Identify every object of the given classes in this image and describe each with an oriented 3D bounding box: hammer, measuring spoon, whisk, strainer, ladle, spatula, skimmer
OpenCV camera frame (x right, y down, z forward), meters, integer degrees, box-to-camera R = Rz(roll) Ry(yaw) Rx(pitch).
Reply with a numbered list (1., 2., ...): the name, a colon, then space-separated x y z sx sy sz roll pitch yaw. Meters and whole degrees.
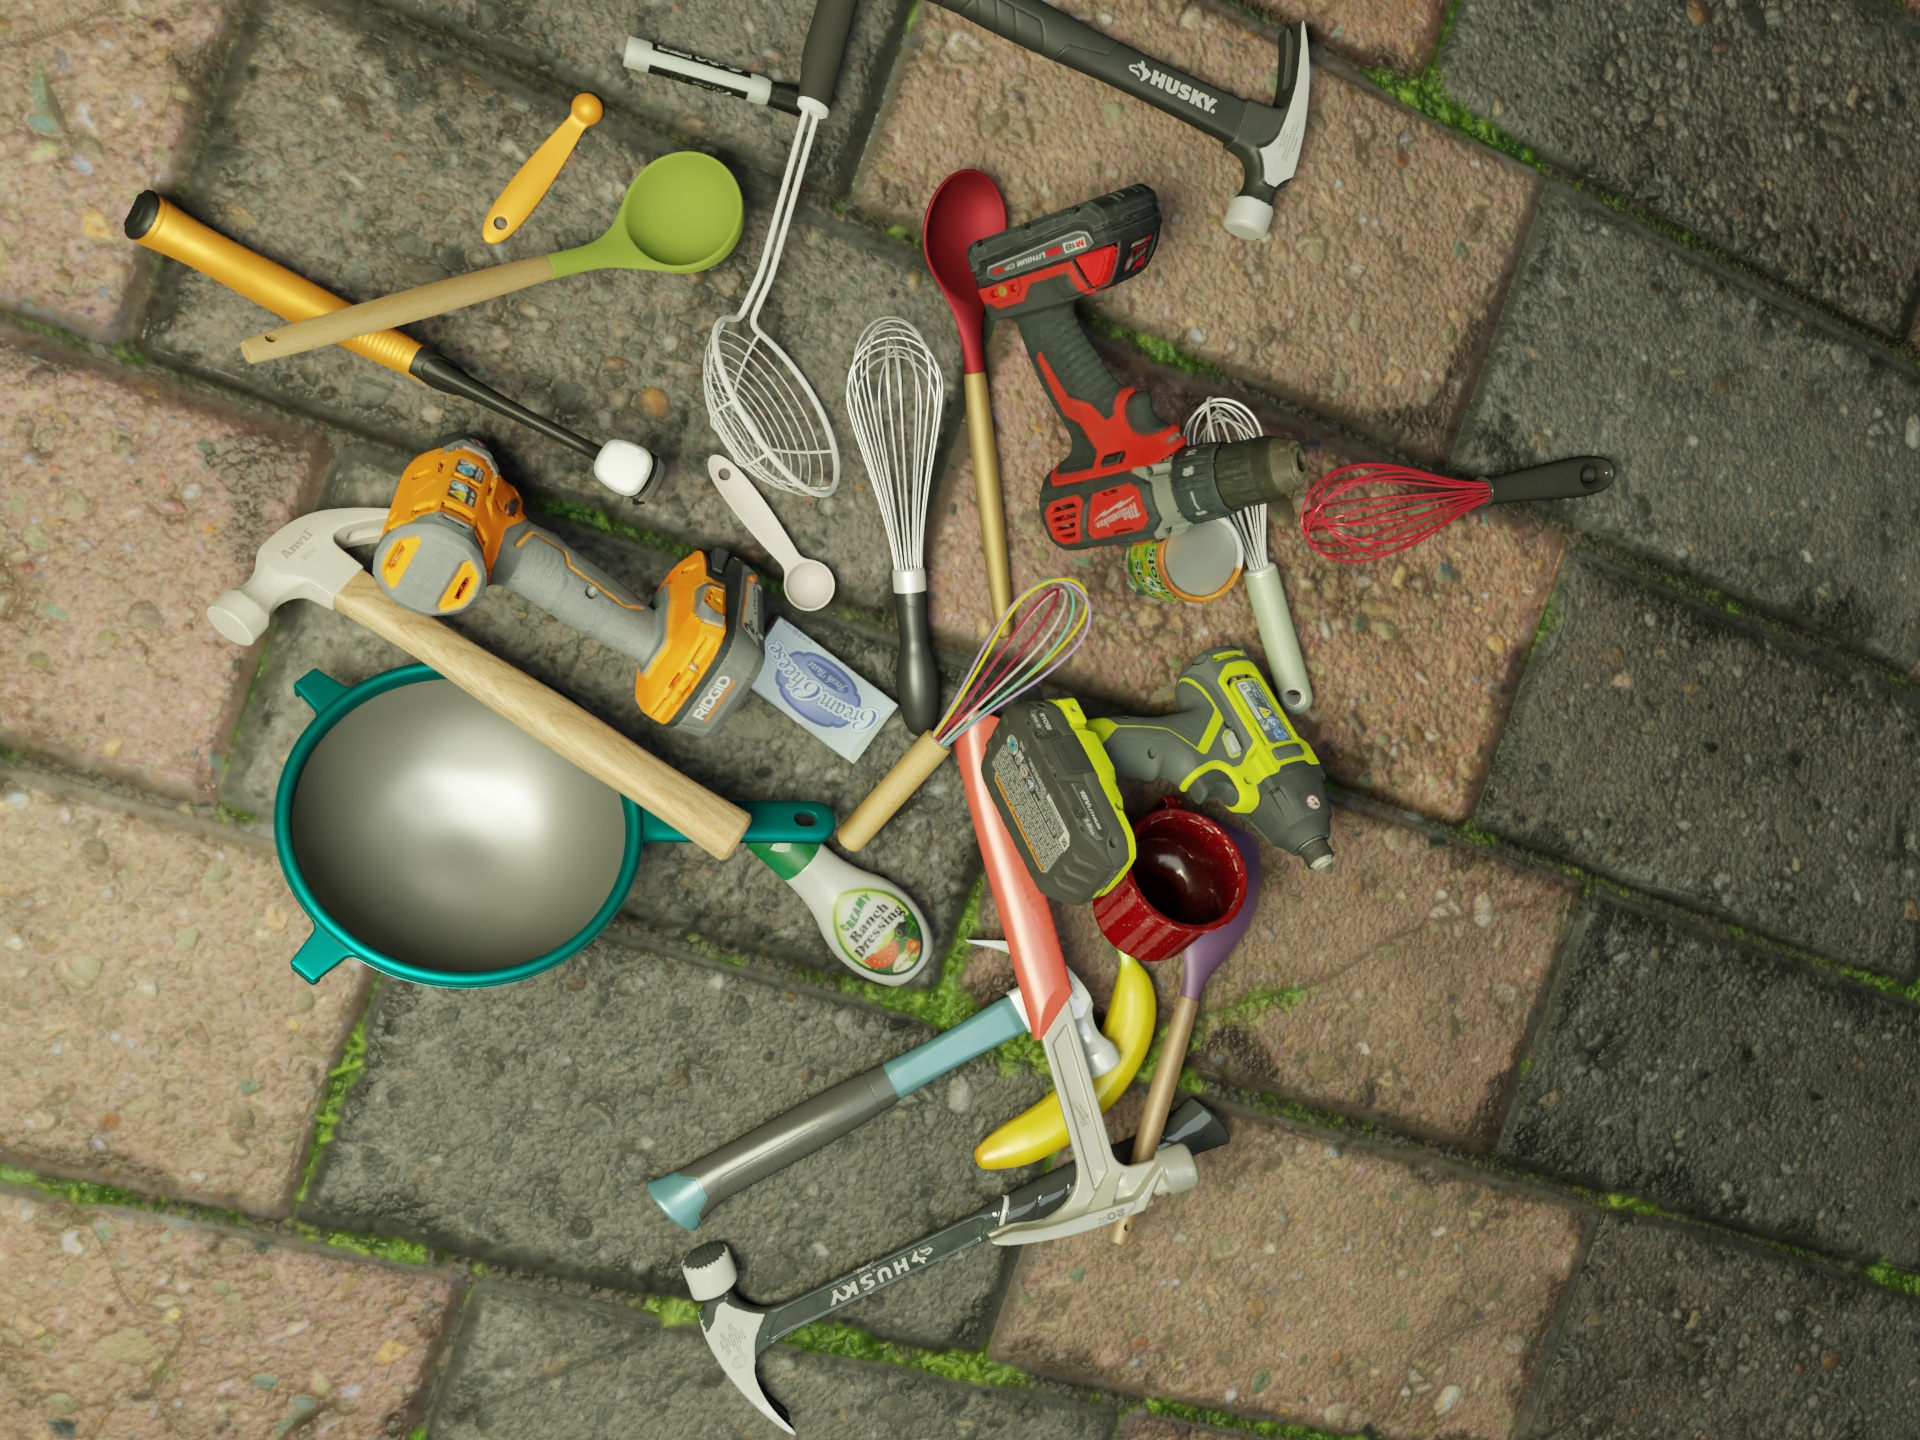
1. hammer: -0.060 0.260 1.109 0.331 0.033 0.128 -27 85 -8
2. hammer: -0.335 -0.222 0.960 0.336 0.127 0.034 27 92 -8
3. measuring spoon: -0.130 -0.127 1.069 0.034 0.018 0.124 -38 99 -9
4. whisk: -0.038 -0.127 1.074 0.070 0.070 0.284 -8 103 -16
5. measuring spoon: -0.263 -0.347 1.000 0.021 0.011 0.117 37 85 -17
6. hammer: 0.089 -0.461 1.084 0.334 0.035 0.146 18 91 -18
7. whisk: 0.377 -0.169 1.196 0.295 0.073 0.073 -11 100 -22
8. whisk: -0.003 -0.005 1.072 0.245 0.047 0.051 -48 66 14
9. strainer: -0.251 0.077 1.005 0.340 0.095 0.211 2 62 -26
10. hammer: 0.013 0.374 1.157 0.409 0.036 0.149 -20 103 -14
11. ladle: 0.015 -0.213 1.093 0.069 0.031 0.315 -13 103 -32
12. ladle: -0.264 -0.268 0.934 0.320 0.062 0.078 -29 77 -34
13. spatula: 0.164 0.230 1.175 0.059 0.018 0.316 22 80 -20
14. hammer: 0.045 0.170 1.095 0.149 0.036 0.359 -15 86 -7
15. skimmer: -0.084 -0.325 1.004 0.090 0.127 0.363 15 91 26
16. hammer: -0.273 -0.019 0.970 0.331 0.031 0.130 33 54 -6
17. whisk: 0.216 -0.118 1.159 0.058 0.059 0.246 -13 107 21

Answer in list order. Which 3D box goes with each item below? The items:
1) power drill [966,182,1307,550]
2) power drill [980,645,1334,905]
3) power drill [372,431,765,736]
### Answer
1. power drill: 0.115 -0.227 1.039 0.080 0.188 0.226 -39 115 -49
2. power drill: 0.142 0.042 1.078 0.223 0.080 0.171 -11 60 -30
3. power drill: -0.236 -0.095 0.976 0.226 0.164 0.084 26 118 -25
